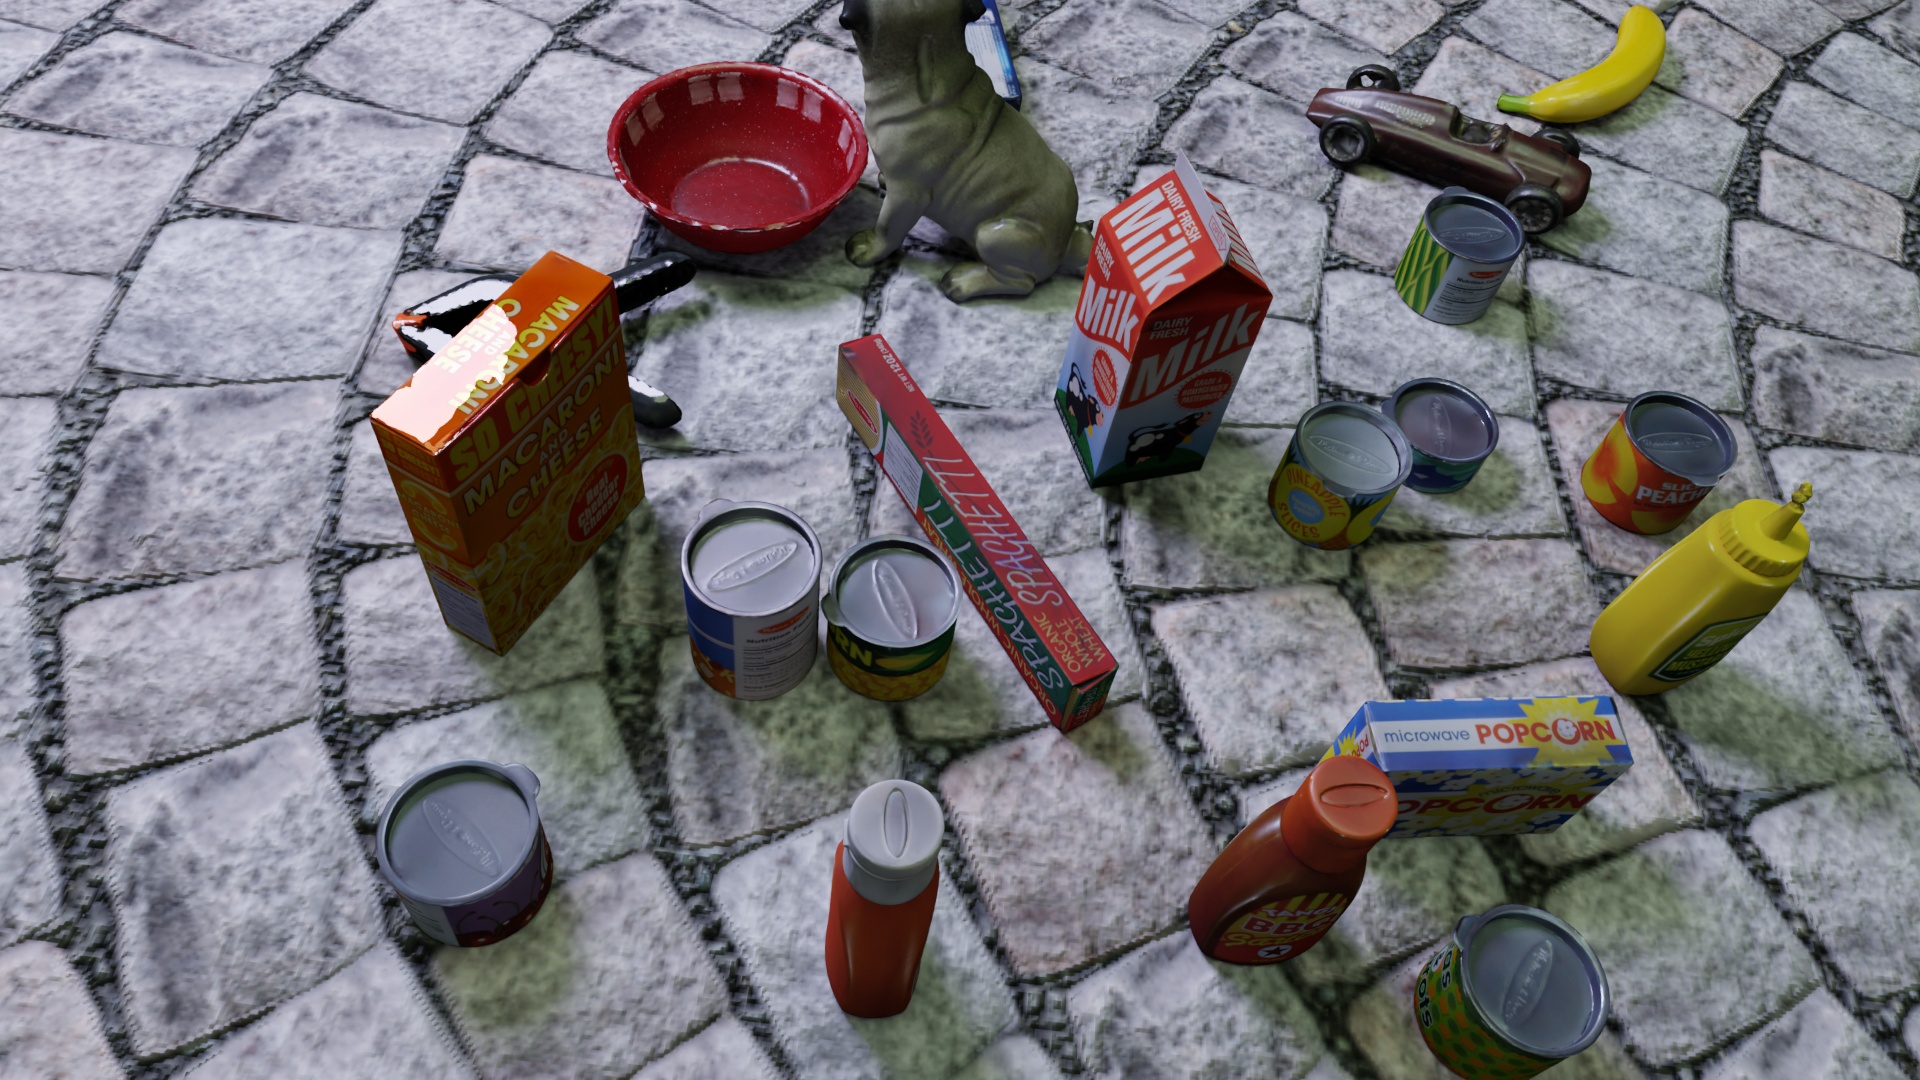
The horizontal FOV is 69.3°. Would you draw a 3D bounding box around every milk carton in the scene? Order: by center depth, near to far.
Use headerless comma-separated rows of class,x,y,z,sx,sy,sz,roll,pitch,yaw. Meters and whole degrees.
milk carton,0.109,-0.115,0.751,0.073,0.189,0.072,-10,57,-14

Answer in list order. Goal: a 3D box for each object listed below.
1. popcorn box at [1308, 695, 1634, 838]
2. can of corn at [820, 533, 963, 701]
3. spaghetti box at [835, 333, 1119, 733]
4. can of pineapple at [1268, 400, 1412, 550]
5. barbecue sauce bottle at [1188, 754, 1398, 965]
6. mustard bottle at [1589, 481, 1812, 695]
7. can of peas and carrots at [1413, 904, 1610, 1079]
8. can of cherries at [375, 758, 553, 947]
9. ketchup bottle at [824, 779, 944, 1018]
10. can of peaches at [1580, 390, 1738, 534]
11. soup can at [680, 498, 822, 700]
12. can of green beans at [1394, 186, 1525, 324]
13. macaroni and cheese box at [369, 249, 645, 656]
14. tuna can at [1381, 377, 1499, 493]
popcorn box,0.244,0.111,0.675,0.127,0.084,0.038,0,55,-8
can of corn,-0.037,0.041,0.703,0.071,0.058,0.071,4,55,-5
spaghetti box,0.003,-0.009,0.749,0.029,0.050,0.251,-23,61,-22
can of pineapple,0.214,-0.035,0.790,0.071,0.057,0.071,4,55,-5
barbecue sauce bottle,0.146,0.141,0.602,0.065,0.147,0.044,-2,56,-9
mustard bottle,0.385,0.023,0.710,0.065,0.159,0.049,-10,57,-14
can of peas and carrots,0.244,0.205,0.625,0.071,0.058,0.071,4,55,-5
can of cherries,-0.214,0.137,0.612,0.071,0.058,0.072,4,55,-5
ketchup bottle,-0.032,0.146,0.574,0.043,0.148,0.065,1,55,-7
can of peaches,0.413,-0.044,0.823,0.071,0.057,0.071,4,55,-5
soup can,-0.104,0.029,0.687,0.071,0.083,0.072,4,55,-5
can of green beans,0.326,-0.185,0.910,0.071,0.057,0.071,4,55,-5
macaroni and cheese box,-0.208,-0.038,0.669,0.040,0.165,0.124,27,56,11
tuna can,0.282,-0.063,0.834,0.071,0.032,0.071,4,55,-5
